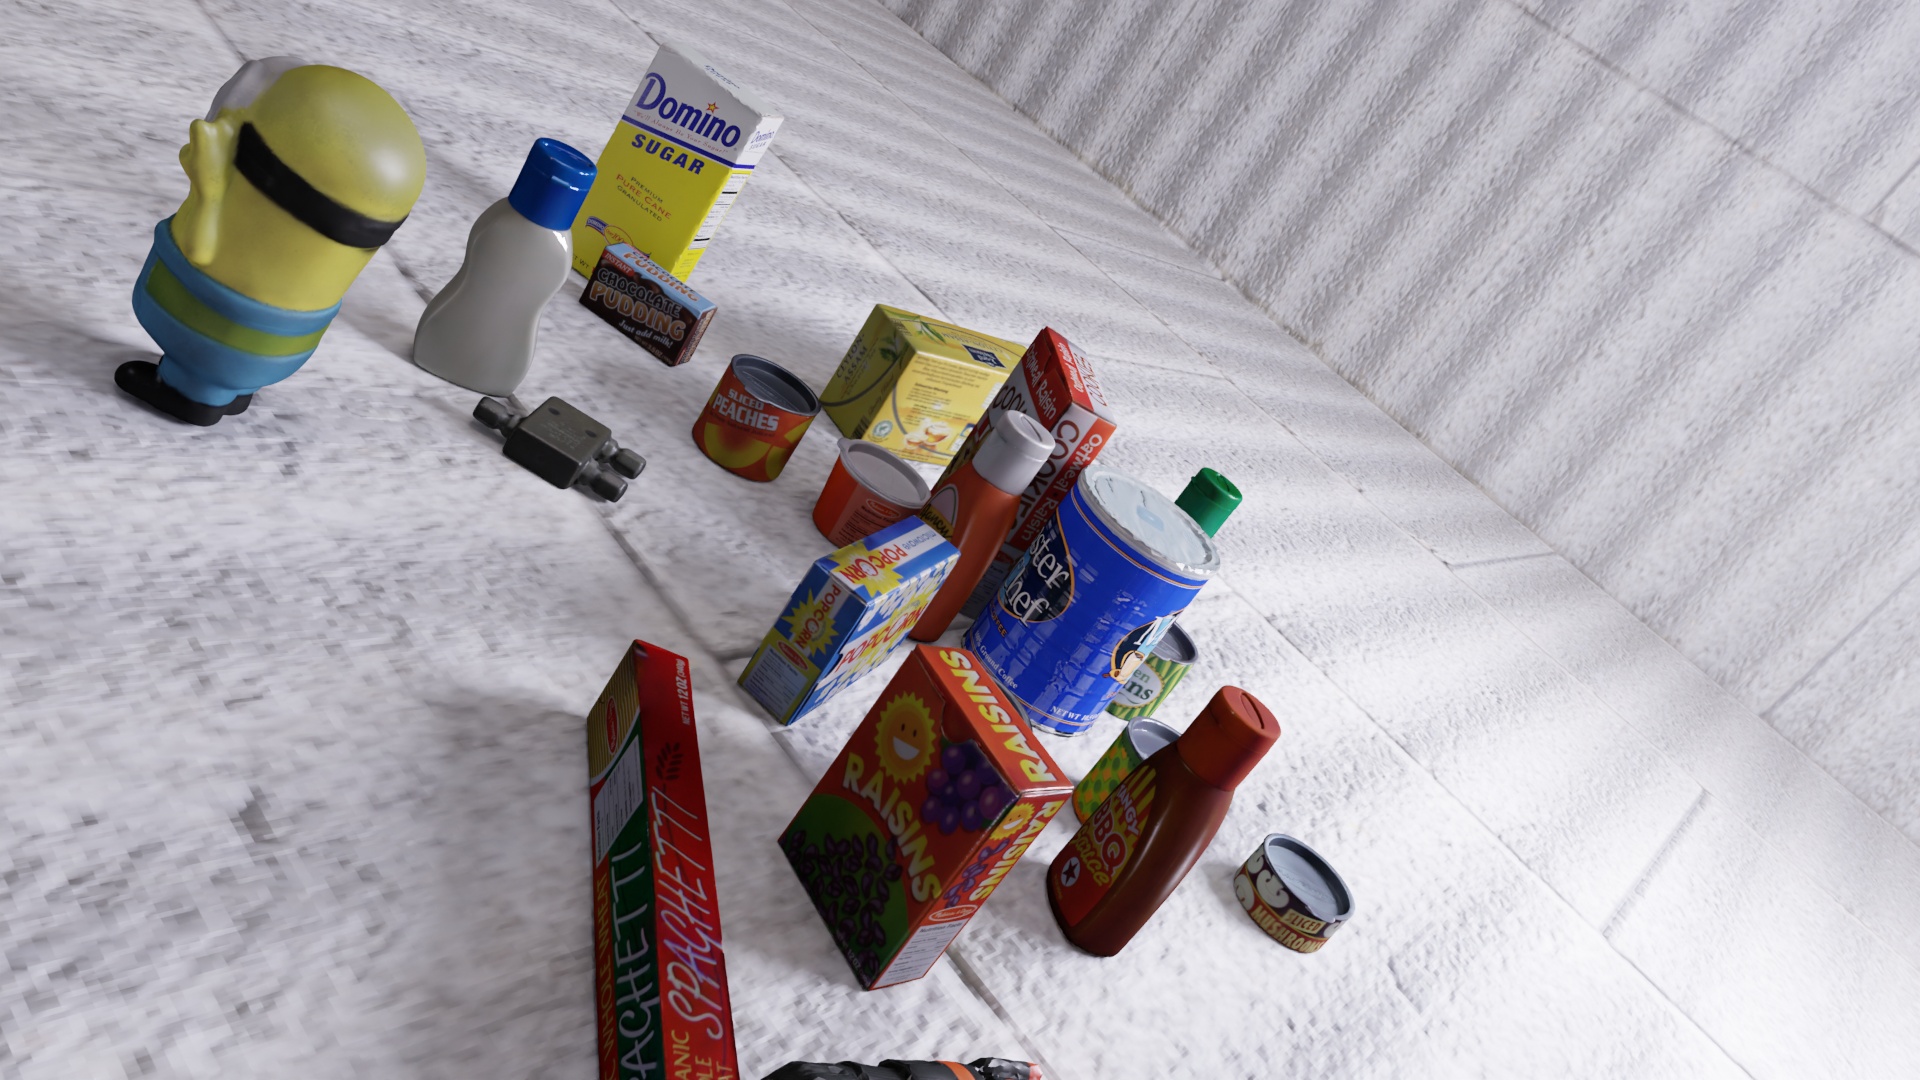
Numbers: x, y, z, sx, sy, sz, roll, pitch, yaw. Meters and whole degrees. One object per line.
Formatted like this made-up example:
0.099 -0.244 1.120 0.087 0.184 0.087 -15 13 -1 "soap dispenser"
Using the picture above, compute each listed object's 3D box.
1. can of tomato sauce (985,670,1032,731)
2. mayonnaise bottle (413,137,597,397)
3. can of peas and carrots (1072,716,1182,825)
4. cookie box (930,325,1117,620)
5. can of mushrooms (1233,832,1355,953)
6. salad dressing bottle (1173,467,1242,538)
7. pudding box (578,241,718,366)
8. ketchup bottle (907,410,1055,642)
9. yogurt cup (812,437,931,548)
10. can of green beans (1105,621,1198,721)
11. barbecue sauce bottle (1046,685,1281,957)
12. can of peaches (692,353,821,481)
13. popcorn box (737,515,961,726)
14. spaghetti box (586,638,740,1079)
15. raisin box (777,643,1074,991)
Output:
-0.016 0.106 0.679 0.071 0.082 0.071 29 23 -14 "can of tomato sauce"
-0.251 -0.153 0.780 0.065 0.147 0.041 23 25 -28 "mayonnaise bottle"
0.108 0.146 0.799 0.071 0.058 0.071 29 23 -14 "can of peas and carrots"
0.033 -0.048 0.938 0.040 0.166 0.123 27 24 -20 "cookie box"
0.199 0.212 0.829 0.071 0.033 0.071 29 23 -14 "can of mushrooms"
0.143 0.015 0.990 0.044 0.147 0.064 30 23 -12 "salad dressing bottle"
-0.219 -0.166 0.977 0.084 0.049 0.030 36 22 1 "pudding box"
0.003 -0.011 0.847 0.043 0.148 0.065 18 28 -36 "ketchup bottle"
-0.061 -0.025 0.911 0.072 0.053 0.073 29 23 -14 "yogurt cup"
0.118 0.081 0.942 0.071 0.057 0.071 29 23 -14 "can of green beans"
0.101 0.137 0.693 0.043 0.148 0.065 26 24 -21 "barbecue sauce bottle"
-0.135 -0.080 0.911 0.071 0.058 0.071 29 23 -14 "can of peaches"
-0.057 0.040 0.749 0.038 0.085 0.127 39 23 10 "popcorn box"
-0.116 0.136 0.525 0.028 0.050 0.251 22 26 -29 "spaghetti box"
-0.019 0.118 0.598 0.040 0.123 0.086 9 34 -47 "raisin box"
